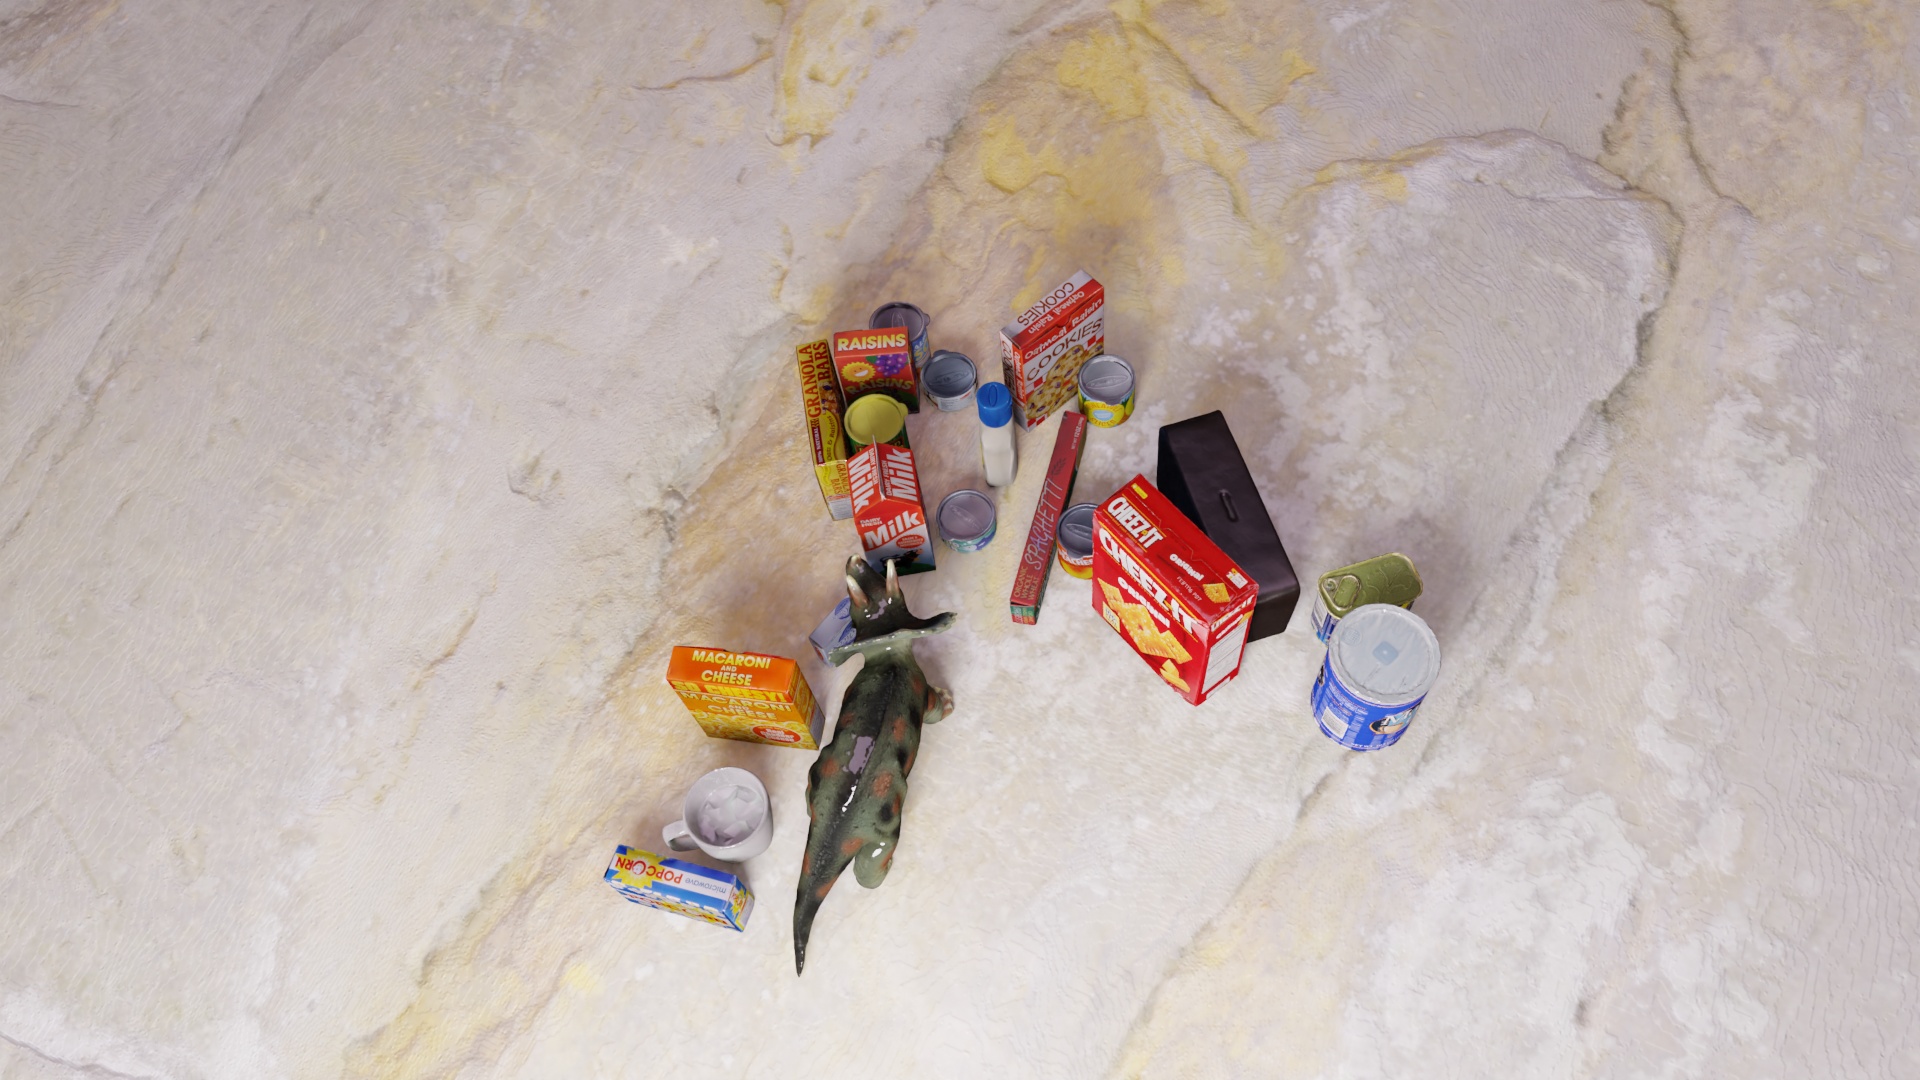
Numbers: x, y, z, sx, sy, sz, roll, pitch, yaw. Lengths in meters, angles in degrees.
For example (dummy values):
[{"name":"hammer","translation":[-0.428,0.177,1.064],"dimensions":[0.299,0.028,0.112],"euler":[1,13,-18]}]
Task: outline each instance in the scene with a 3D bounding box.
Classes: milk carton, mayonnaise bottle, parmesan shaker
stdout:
[{"name":"milk carton","translation":[-0.075,-0.034,1.469],"dimensions":[0.073,0.189,0.072],"euler":[-10,62,0]},{"name":"mayonnaise bottle","translation":[0.040,-0.120,1.529],"dimensions":[0.041,0.147,0.065],"euler":[-1,62,5]},{"name":"parmesan shaker","translation":[-0.087,-0.110,1.562],"dimensions":[0.071,0.102,0.071],"euler":[-2,62,4]}]

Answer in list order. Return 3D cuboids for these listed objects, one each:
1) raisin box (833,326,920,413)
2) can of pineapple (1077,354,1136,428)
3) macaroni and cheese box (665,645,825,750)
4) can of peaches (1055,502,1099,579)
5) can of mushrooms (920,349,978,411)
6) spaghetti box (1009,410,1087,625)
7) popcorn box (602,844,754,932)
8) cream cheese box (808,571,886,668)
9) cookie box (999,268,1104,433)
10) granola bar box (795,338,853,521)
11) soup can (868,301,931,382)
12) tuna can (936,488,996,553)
[{"name":"raisin box","translation":[-0.094,-0.193,1.596],"dimensions":[0.086,0.123,0.040],"euler":[-4,62,4]},{"name":"can of pineapple","translation":[0.168,-0.169,1.596],"dimensions":[0.071,0.057,0.071],"euler":[-2,62,4]},{"name":"macaroni and cheese box","translation":[-0.212,0.159,1.392],"dimensions":[0.124,0.165,0.040],"euler":[5,63,8]},{"name":"can of peaches","translation":[0.136,0.003,1.505],"dimensions":[0.071,0.057,0.071],"euler":[-2,62,4]},{"name":"can of mushrooms","translation":[-0.013,-0.189,1.637],"dimensions":[0.071,0.033,0.071],"euler":[-2,61,4]},{"name":"spaghetti box","translation":[0.098,-0.026,1.529],"dimensions":[0.029,0.050,0.251],"euler":[11,63,11]},{"name":"popcorn box","translation":[-0.271,0.338,1.346],"dimensions":[0.127,0.085,0.038],"euler":[12,64,12]},{"name":"cream cheese box","translation":[-0.117,0.084,1.488],"dimensions":[0.024,0.053,0.104],"euler":[34,70,21]},{"name":"cookie box","translation":[0.106,-0.210,1.561],"dimensions":[0.123,0.166,0.040],"euler":[-39,65,-15]},{"name":"granola bar box","translation":[-0.148,-0.123,1.562],"dimensions":[0.039,0.123,0.166],"euler":[-11,61,-1]},{"name":"soup can","translation":[-0.067,-0.231,1.636],"dimensions":[0.071,0.083,0.071],"euler":[-2,62,4]},{"name":"tuna can","translation":[0.006,-0.019,1.544],"dimensions":[0.071,0.032,0.071],"euler":[-2,61,4]}]
